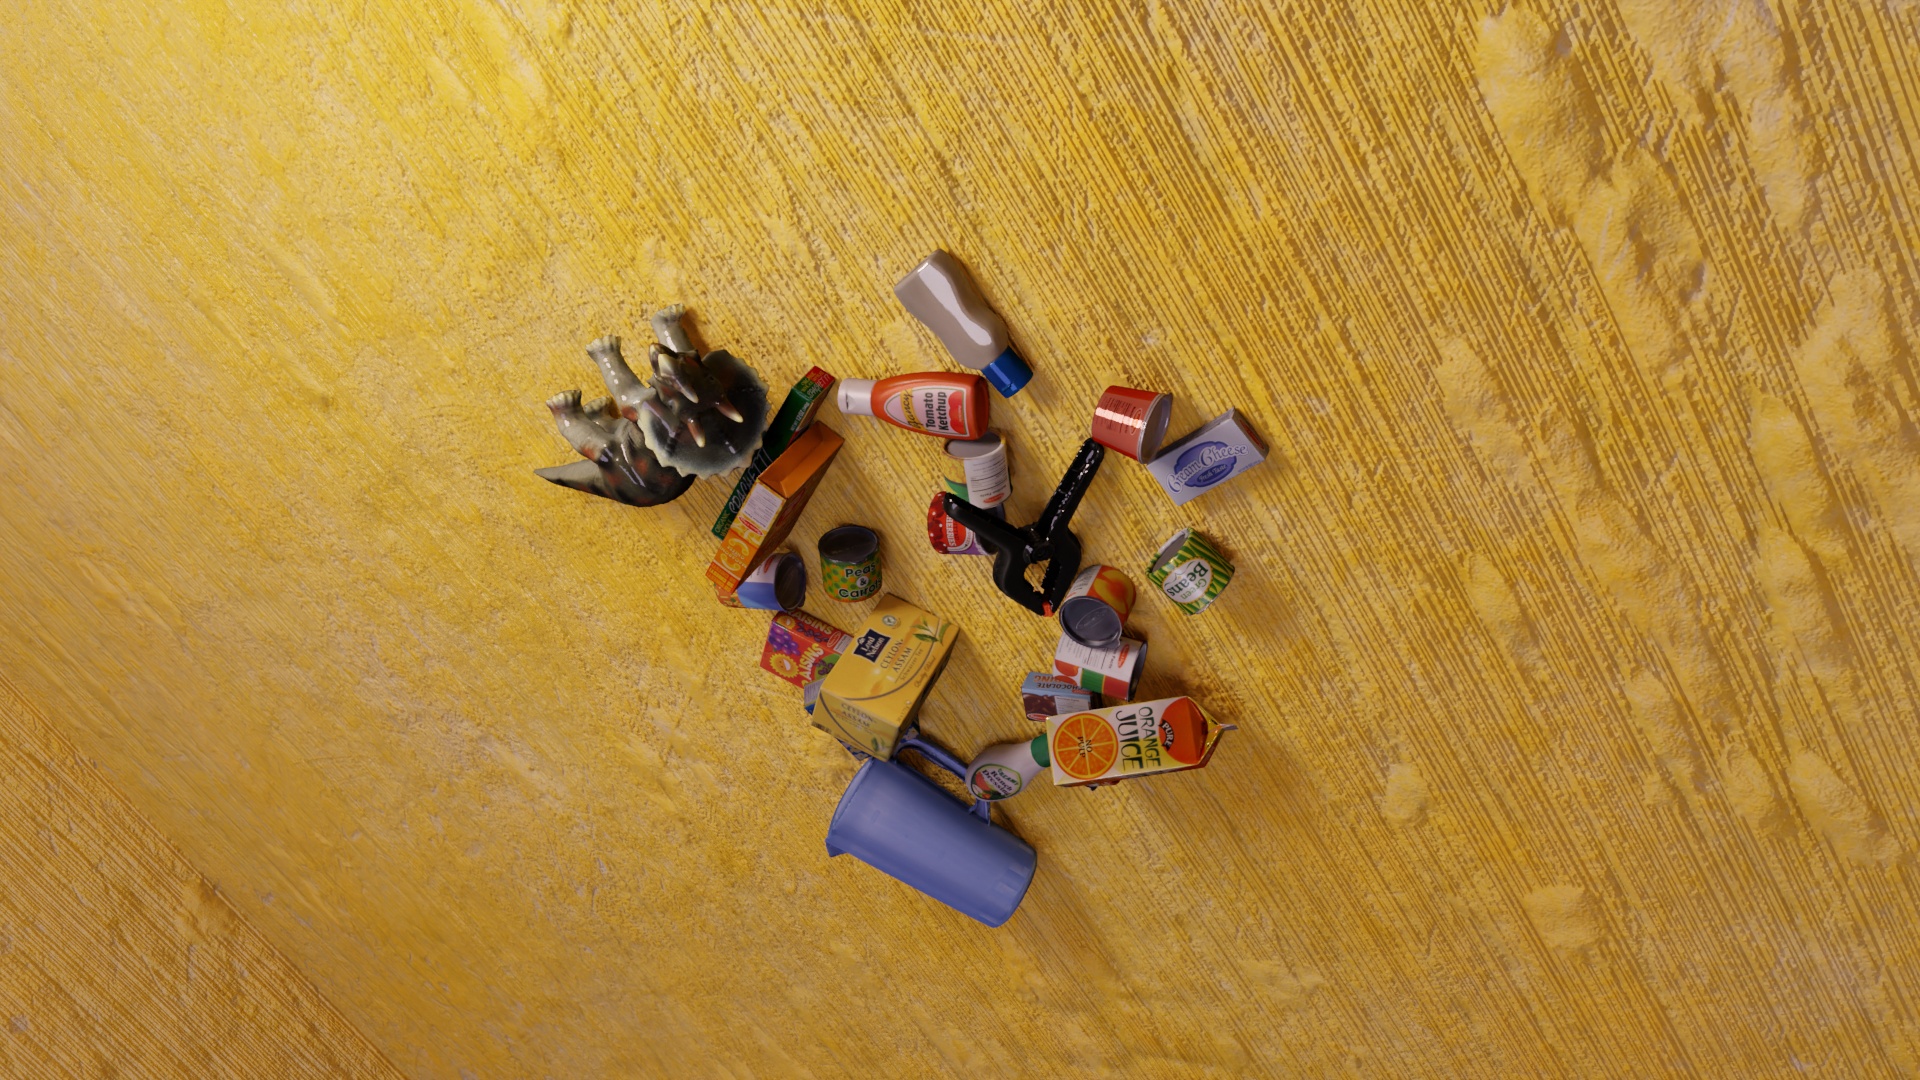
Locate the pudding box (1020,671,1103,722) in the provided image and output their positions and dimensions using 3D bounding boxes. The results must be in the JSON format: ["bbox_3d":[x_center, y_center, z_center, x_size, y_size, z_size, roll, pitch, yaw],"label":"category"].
[{"bbox_3d":[0.112,0.175,1.525,0.084,0.030,0.049,4,126,24],"label":"pudding box"}]

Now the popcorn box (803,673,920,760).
[{"bbox_3d":[-0.113,0.196,1.602,0.085,0.038,0.126,-24,134,15],"label":"popcorn box"}]

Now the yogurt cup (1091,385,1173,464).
[{"bbox_3d":[0.155,-0.109,1.272,0.054,0.073,0.072,20,131,22],"label":"yogurt cup"}]

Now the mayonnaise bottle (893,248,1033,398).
[{"bbox_3d":[0.007,-0.198,1.295,0.148,0.041,0.064,47,132,-13],"label":"mayonnaise bottle"}]

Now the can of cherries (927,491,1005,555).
[{"bbox_3d":[0.005,-0.018,1.407,0.058,0.072,0.071,1,124,27],"label":"can of cherries"}]

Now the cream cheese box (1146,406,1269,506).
[{"bbox_3d":[0.228,-0.077,1.286,0.103,0.024,0.053,-31,105,39],"label":"cream cheese box"}]

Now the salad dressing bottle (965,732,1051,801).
[{"bbox_3d":[0.069,0.256,1.596,0.064,0.044,0.147,46,130,-12],"label":"salad dressing bottle"}]

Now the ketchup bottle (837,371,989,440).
[{"bbox_3d":[-0.047,-0.136,1.364,0.149,0.044,0.064,7,118,22],"label":"ketchup bottle"}]

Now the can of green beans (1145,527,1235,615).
[{"bbox_3d":[0.221,0.029,1.339,0.058,0.071,0.071,43,131,-8],"label":"can of green beans"}]

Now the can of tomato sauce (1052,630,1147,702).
[{"bbox_3d":[0.146,0.126,1.448,0.083,0.071,0.070,15,129,17],"label":"can of tomato sauce"}]

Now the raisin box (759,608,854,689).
[{"bbox_3d":[-0.168,0.138,1.630,0.123,0.040,0.085,26,132,8],"label":"raisin box"}]

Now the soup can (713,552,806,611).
[{"bbox_3d":[-0.226,0.047,1.573,0.084,0.072,0.071,1,124,26],"label":"soup can"}]

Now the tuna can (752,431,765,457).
[{"bbox_3d":[-0.243,-0.113,1.485,0.071,0.033,0.070,13,129,17],"label":"tuna can"}]

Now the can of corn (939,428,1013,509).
[{"bbox_3d":[0.014,-0.072,1.368,0.071,0.071,0.058,6,126,22],"label":"can of corn"}]

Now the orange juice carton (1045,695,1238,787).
[{"bbox_3d":[0.192,0.208,1.445,0.192,0.071,0.073,-11,75,13],"label":"orange juice carton"}]

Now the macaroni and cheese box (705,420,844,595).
[{"bbox_3d":[-0.196,-0.034,1.460,0.040,0.124,0.165,37,132,1],"label":"macaroni and cheese box"}]

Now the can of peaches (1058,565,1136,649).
[{"bbox_3d":[0.141,0.068,1.413,0.071,0.058,0.071,13,128,17],"label":"can of peaches"}]

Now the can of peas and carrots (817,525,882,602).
[{"bbox_3d":[-0.118,0.027,1.502,0.071,0.071,0.058,11,129,19],"label":"can of peas and carrots"}]

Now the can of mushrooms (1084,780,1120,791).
[{"bbox_3d":[0.153,0.239,1.526,0.033,0.071,0.070,-10,118,30],"label":"can of mushrooms"}]

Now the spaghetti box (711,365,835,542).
[{"bbox_3d":[-0.202,-0.085,1.474,0.029,0.050,0.248,37,132,0],"label":"spaghetti box"}]
